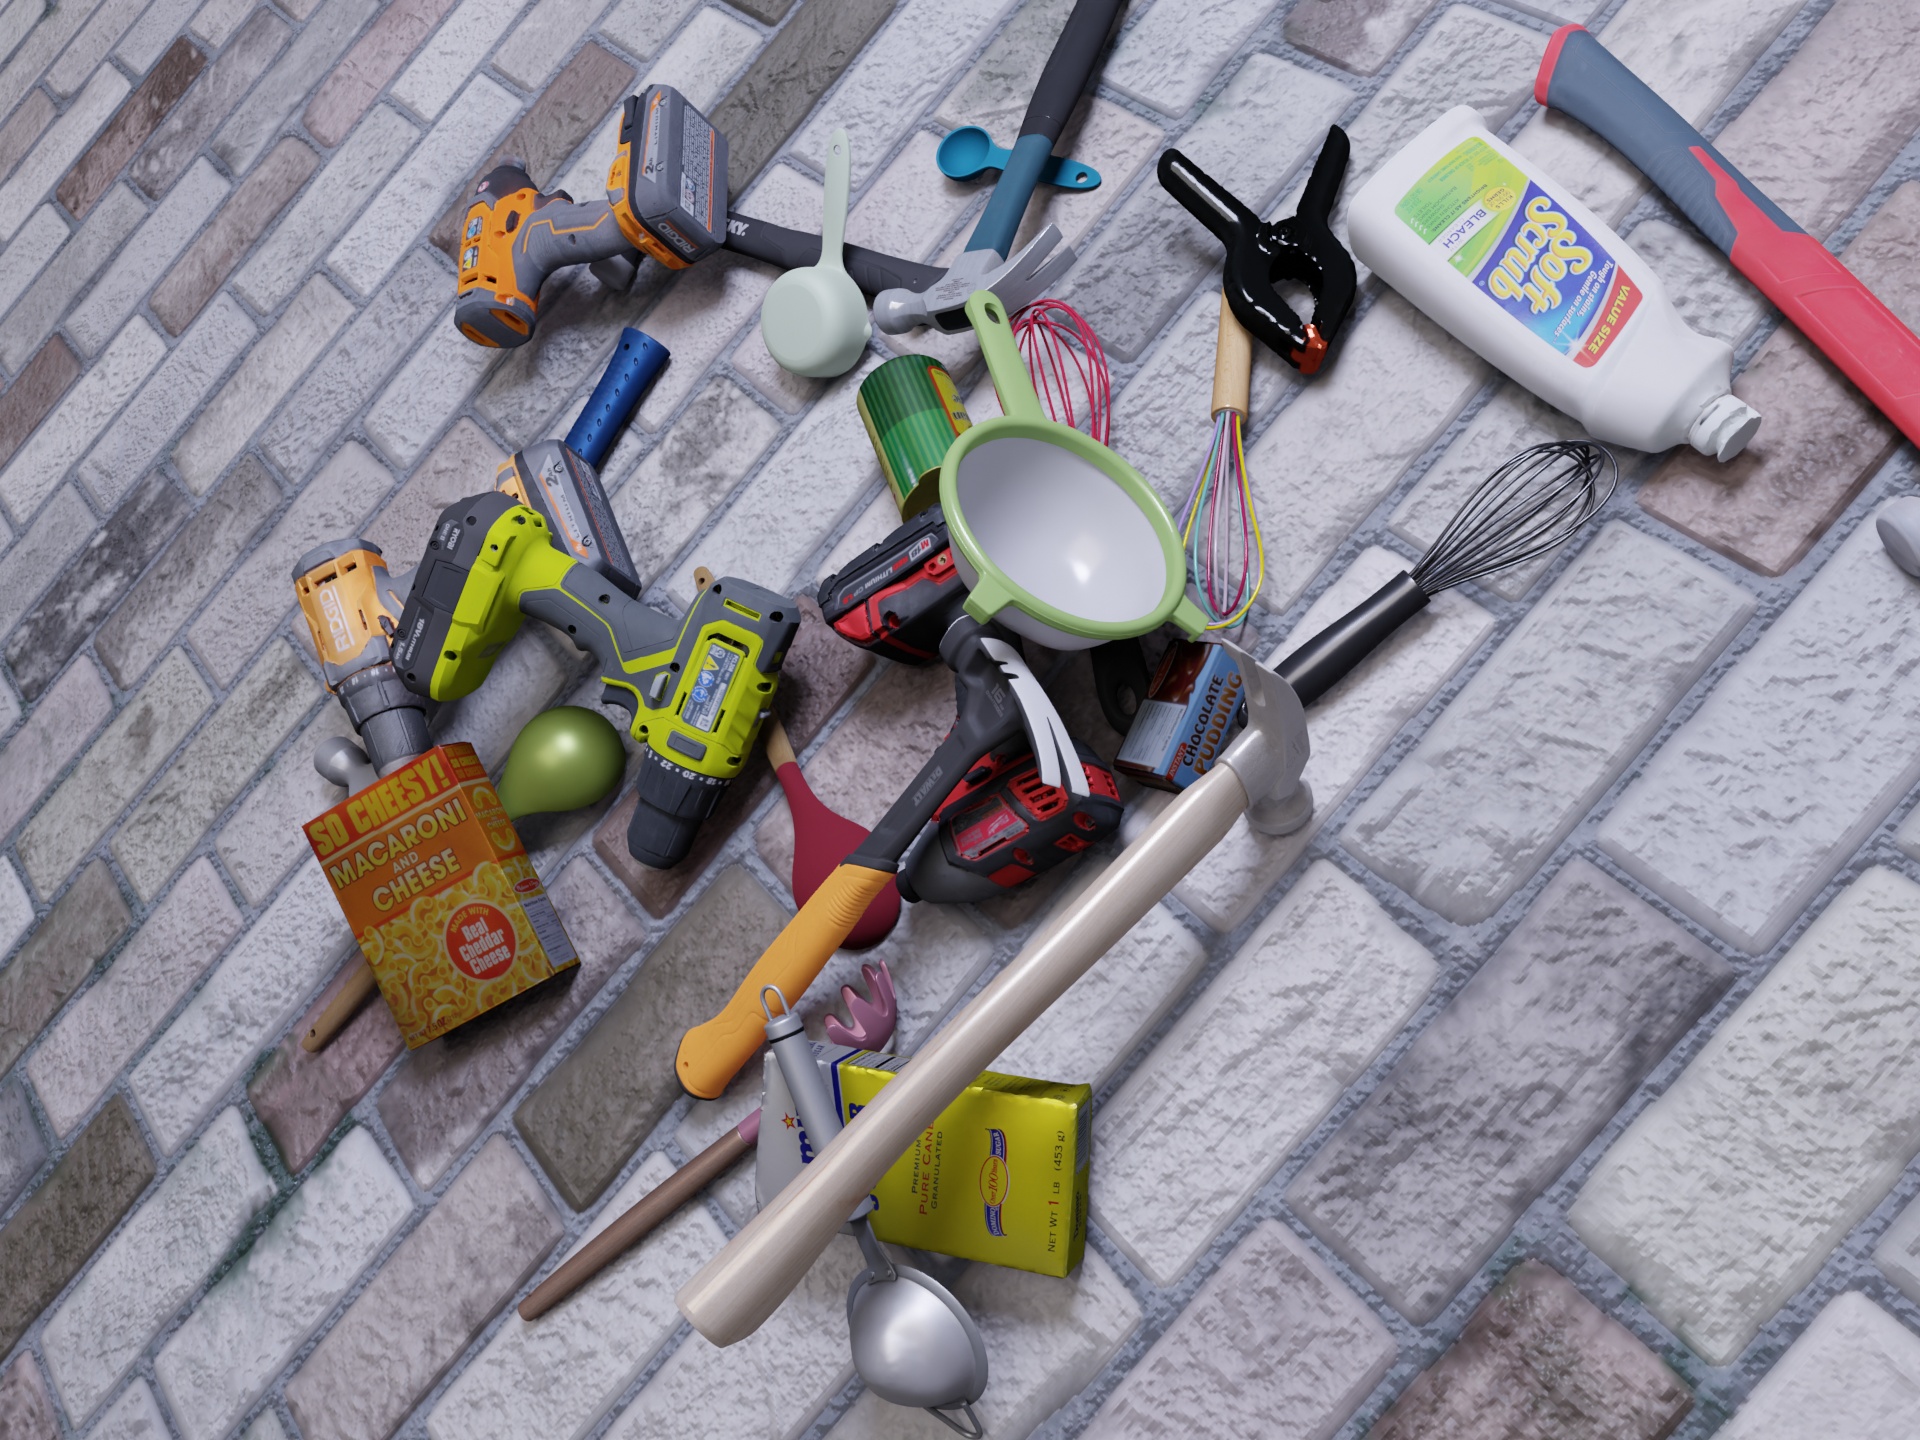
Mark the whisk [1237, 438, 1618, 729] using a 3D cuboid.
[{"bbox_3d":[0.246,-0.069,0.854,0.239,0.055,0.055,-40,57,14],"label":"whisk"}]

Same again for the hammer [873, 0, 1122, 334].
[{"bbox_3d":[0.053,-0.396,1.068,0.128,0.033,0.331,5,64,38],"label":"hammer"}]

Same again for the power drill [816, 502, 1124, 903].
[{"bbox_3d":[-0.001,-0.003,0.934,0.143,0.078,0.220,-32,62,26],"label":"power drill"}]

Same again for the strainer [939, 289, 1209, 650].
[{"bbox_3d":[0.033,-0.135,0.908,0.069,0.151,0.257,-53,44,45],"label":"strainer"}]

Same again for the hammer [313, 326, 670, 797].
[{"bbox_3d":[-0.330,-0.109,1.179,0.144,0.035,0.405,26,83,34],"label":"hammer"}]

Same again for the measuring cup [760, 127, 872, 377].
[{"bbox_3d":[-0.099,-0.318,1.090,0.083,0.038,0.167,20,115,30],"label":"measuring cup"}]

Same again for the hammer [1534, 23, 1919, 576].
[{"bbox_3d":[0.438,-0.254,0.830,0.143,0.038,0.387,-33,58,11],"label":"hammer"}]

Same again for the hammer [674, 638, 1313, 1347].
[{"bbox_3d":[0.021,0.134,0.768,0.410,0.146,0.038,-43,55,-12],"label":"hammer"}]

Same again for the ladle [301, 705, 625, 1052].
[{"bbox_3d":[-0.349,0.116,1.101,0.320,0.062,0.078,-48,64,11],"label":"ladle"}]

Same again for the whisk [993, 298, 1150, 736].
[{"bbox_3d":[0.073,-0.128,0.962,0.073,0.073,0.296,-19,69,20],"label":"whisk"}]

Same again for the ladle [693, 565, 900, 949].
[{"bbox_3d":[-0.119,0.011,1.024,0.069,0.031,0.316,-36,56,12],"label":"ladle"}]

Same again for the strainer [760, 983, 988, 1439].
[{"bbox_3d":[-0.053,0.256,0.809,0.087,0.050,0.258,-24,86,36],"label":"strainer"}]

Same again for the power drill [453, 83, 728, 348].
[{"bbox_3d":[-0.287,-0.391,1.206,0.226,0.084,0.164,-14,65,27],"label":"power drill"}]

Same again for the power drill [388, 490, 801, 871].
[{"bbox_3d":[-0.234,-0.028,1.007,0.228,0.080,0.190,25,100,4],"label":"power drill"}]

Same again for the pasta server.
[{"bbox_3d":[-0.151,0.253,0.934,0.316,0.060,0.040,-40,98,11],"label":"pasta server"}]

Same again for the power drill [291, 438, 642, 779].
[{"bbox_3d":[-0.339,-0.071,1.101,0.226,0.084,0.185,-26,74,6],"label":"power drill"}]

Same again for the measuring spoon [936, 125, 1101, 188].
[{"bbox_3d":[0.042,-0.384,1.110,0.129,0.021,0.042,21,81,24],"label":"measuring spoon"}]

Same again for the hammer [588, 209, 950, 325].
[{"bbox_3d":[-0.131,-0.355,1.175,0.335,0.035,0.146,26,84,33],"label":"hammer"}]

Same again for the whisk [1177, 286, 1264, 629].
[{"bbox_3d":[0.161,-0.161,0.937,0.047,0.051,0.245,-31,45,55],"label":"whisk"}]

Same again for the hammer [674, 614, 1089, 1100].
[{"bbox_3d":[-0.060,0.103,0.888,0.336,0.034,0.127,-51,45,23],"label":"hammer"}]
